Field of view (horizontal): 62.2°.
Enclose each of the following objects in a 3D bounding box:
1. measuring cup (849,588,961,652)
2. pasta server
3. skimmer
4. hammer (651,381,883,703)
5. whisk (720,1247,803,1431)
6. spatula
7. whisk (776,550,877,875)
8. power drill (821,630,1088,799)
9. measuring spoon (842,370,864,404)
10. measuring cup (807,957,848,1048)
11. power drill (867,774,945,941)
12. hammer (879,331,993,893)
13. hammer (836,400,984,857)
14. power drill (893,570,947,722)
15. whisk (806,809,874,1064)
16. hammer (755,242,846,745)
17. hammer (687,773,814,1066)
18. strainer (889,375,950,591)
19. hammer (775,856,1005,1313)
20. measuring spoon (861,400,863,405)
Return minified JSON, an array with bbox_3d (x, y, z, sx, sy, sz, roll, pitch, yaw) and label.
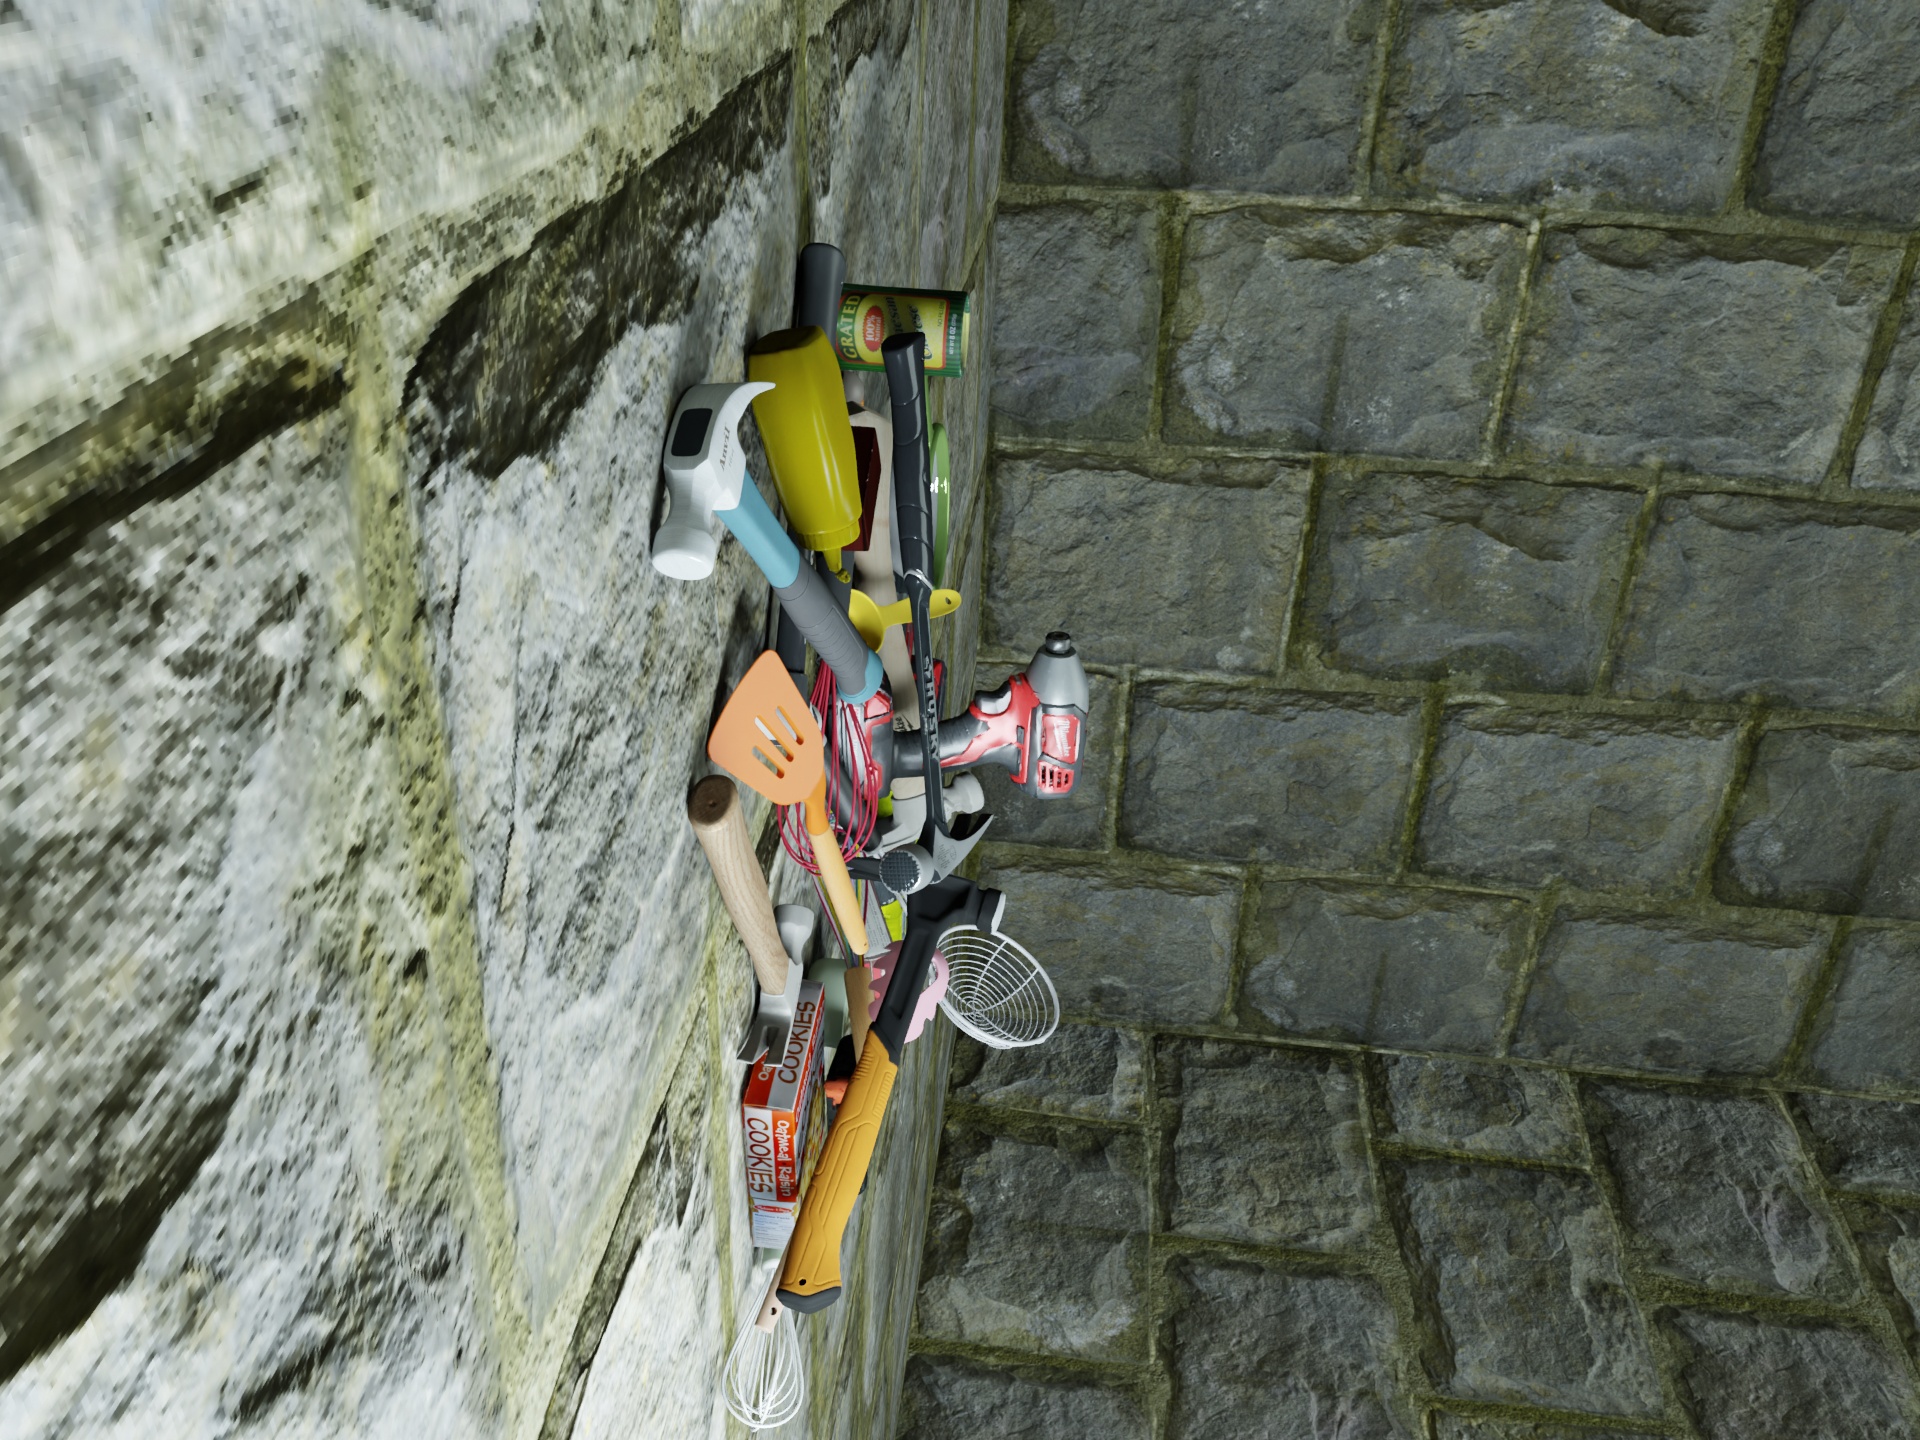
[{"bbox_3d":[-0.058,-0.084,1.292,0.156,0.029,0.062,-19,90,-47],"label":"measuring cup"},{"bbox_3d":[-0.080,0.296,1.175,0.316,0.060,0.040,-65,-173,-29],"label":"pasta server"},{"bbox_3d":[-0.021,0.135,1.306,0.127,0.090,0.362,-88,157,-52],"label":"skimmer"},{"bbox_3d":[-0.098,-0.082,0.917,0.330,0.033,0.128,60,34,-67],"label":"hammer"},{"bbox_3d":[-0.138,0.422,1.198,0.247,0.059,0.057,-88,-167,-58],"label":"whisk"},{"bbox_3d":[-0.098,0.078,1.052,0.322,0.041,0.081,80,33,-56],"label":"spatula"},{"bbox_3d":[-0.096,-0.026,1.183,0.073,0.073,0.296,86,4,-67],"label":"whisk"},{"bbox_3d":[-0.002,-0.004,1.309,0.079,0.219,0.143,-108,-161,-61],"label":"power drill"},{"bbox_3d":[-0.089,-0.234,1.326,0.034,0.018,0.124,-81,175,-47],"label":"measuring spoon"},{"bbox_3d":[-0.117,0.244,1.404,0.167,0.038,0.083,130,-34,-85],"label":"measuring cup"},{"bbox_3d":[-0.072,0.121,1.615,0.229,0.080,0.190,-77,172,-48],"label":"power drill"},{"bbox_3d":[-0.027,-0.084,1.193,0.149,0.036,0.409,-17,105,-66],"label":"hammer"},{"bbox_3d":[-0.072,-0.067,1.341,0.038,0.146,0.410,41,-33,50],"label":"hammer"},{"bbox_3d":[-0.064,-0.067,1.524,0.226,0.080,0.188,78,17,-67],"label":"power drill"},{"bbox_3d":[-0.088,0.183,1.275,0.051,0.047,0.245,59,17,-59],"label":"whisk"},{"bbox_3d":[-0.105,-0.149,1.060,0.146,0.035,0.335,18,76,-87],"label":"hammer"},{"bbox_3d":[-0.133,0.126,1.015,0.331,0.031,0.130,87,8,-61],"label":"hammer"},{"bbox_3d":[-0.053,-0.223,1.359,0.256,0.069,0.152,85,10,-45],"label":"strainer"},{"bbox_3d":[-0.071,0.255,1.152,0.034,0.127,0.337,92,14,-58],"label":"hammer"},{"bbox_3d":[-0.088,-0.231,1.396,0.021,0.011,0.117,-66,161,-79],"label":"measuring spoon"}]
